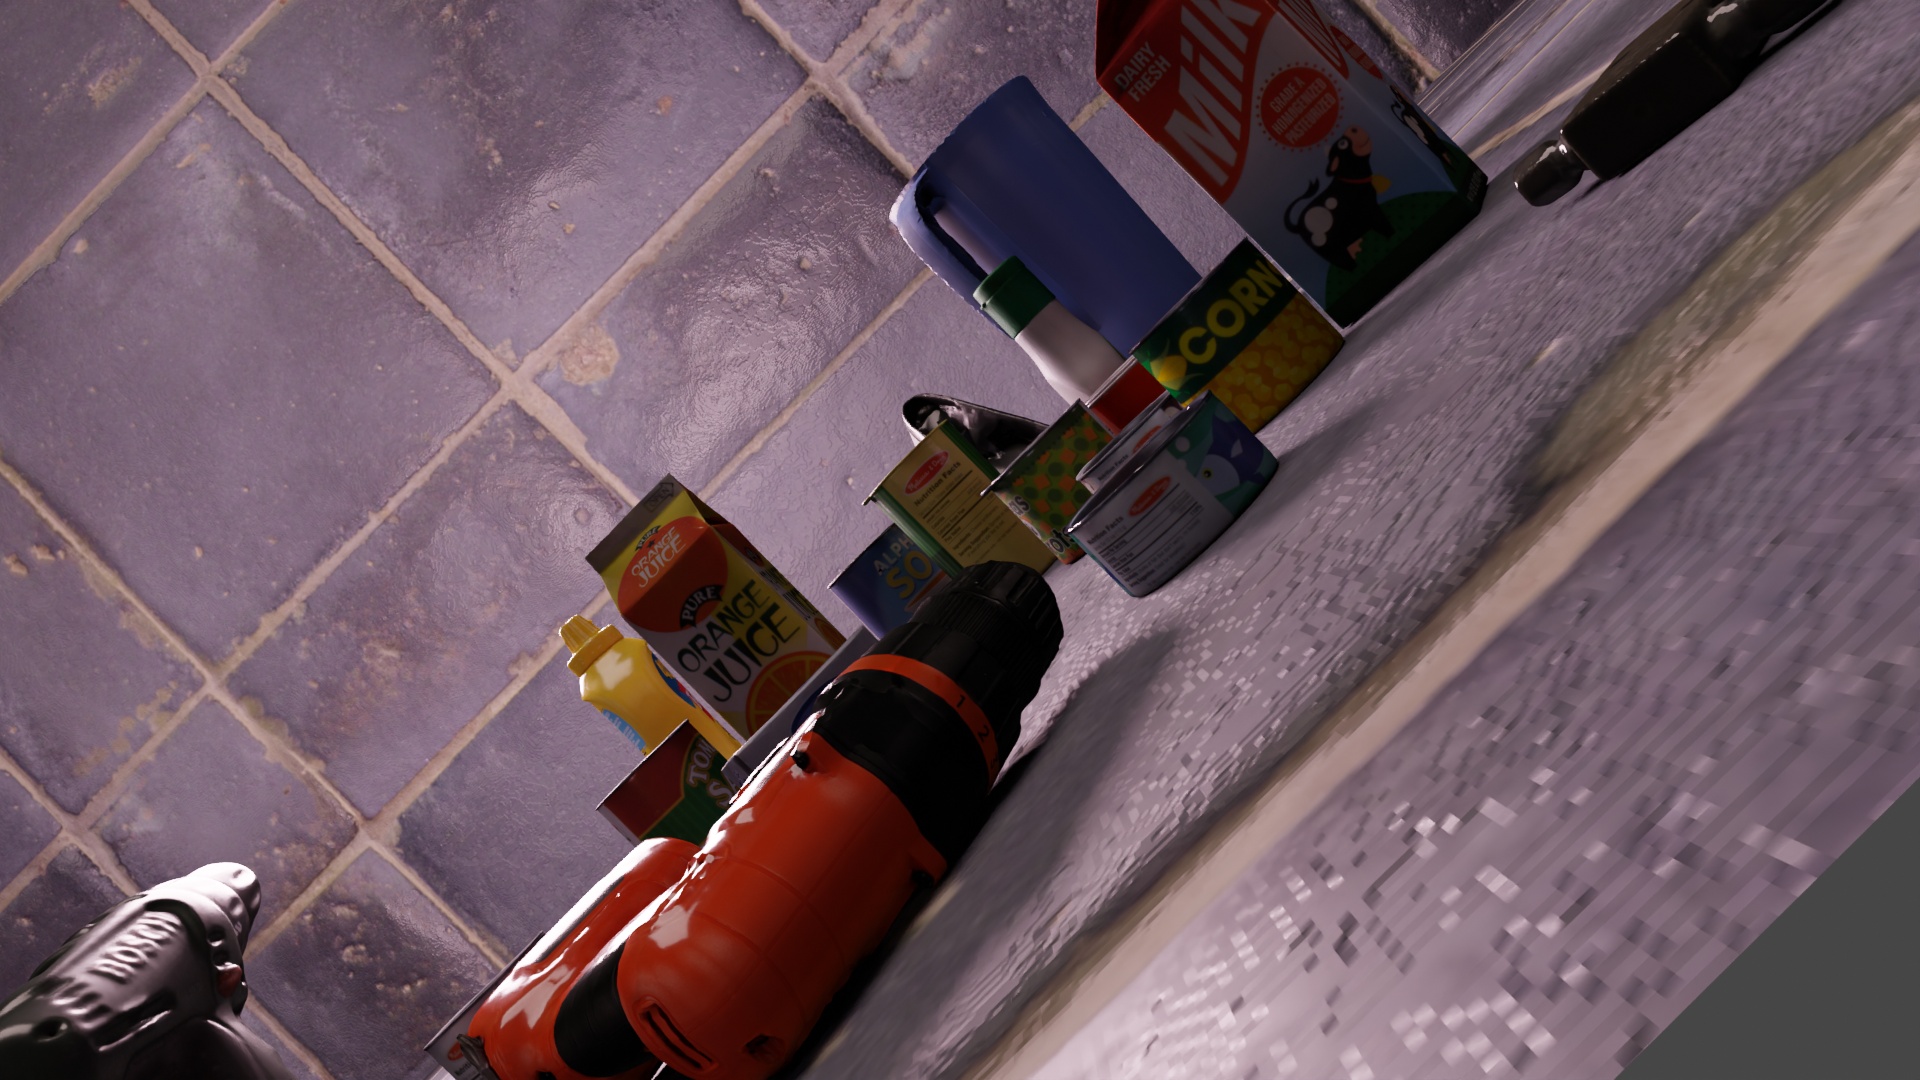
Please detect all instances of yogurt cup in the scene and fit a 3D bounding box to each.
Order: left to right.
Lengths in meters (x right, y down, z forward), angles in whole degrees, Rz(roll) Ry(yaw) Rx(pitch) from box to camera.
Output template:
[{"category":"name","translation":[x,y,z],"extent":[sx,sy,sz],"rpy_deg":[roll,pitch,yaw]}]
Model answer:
[{"category":"yogurt cup","translation":[0.107,-0.077,0.754],"extent":[0.072,0.054,0.072],"rpy_deg":[-45,1,1]}]

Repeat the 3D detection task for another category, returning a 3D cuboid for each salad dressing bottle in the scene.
[{"category":"salad dressing bottle","translation":[0.071,-0.110,0.850],"extent":[0.044,0.147,0.064],"rpy_deg":[-45,1,-3]}]

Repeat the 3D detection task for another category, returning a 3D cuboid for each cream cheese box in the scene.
[{"category":"cream cheese box","translation":[-0.064,0.095,0.689],"extent":[0.104,0.053,0.024],"rpy_deg":[-46,1,-37]}]

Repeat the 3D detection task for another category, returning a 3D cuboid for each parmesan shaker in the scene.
[{"category":"parmesan shaker","translation":[0.003,-0.010,0.820],"extent":[0.071,0.103,0.071],"rpy_deg":[-45,1,1]}]

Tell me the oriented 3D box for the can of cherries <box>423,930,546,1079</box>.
[{"category":"can of cherries","translation":[-0.184,0.212,0.601],"extent":[0.071,0.058,0.071],"rpy_deg":[-45,1,1]}]

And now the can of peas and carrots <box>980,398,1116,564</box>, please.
[{"category":"can of peas and carrots","translation":[0.056,-0.028,0.712],"extent":[0.071,0.059,0.071],"rpy_deg":[-45,1,1]}]

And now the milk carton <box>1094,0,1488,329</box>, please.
[{"category":"milk carton","translation":[0.127,-0.188,0.588],"extent":[0.073,0.190,0.073],"rpy_deg":[-44,1,34]}]

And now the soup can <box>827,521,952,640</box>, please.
[{"category":"soup can","translation":[-0.030,0.034,0.877],"extent":[0.071,0.084,0.071],"rpy_deg":[-45,1,1]}]

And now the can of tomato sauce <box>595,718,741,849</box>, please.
[{"category":"can of tomato sauce","translation":[-0.139,0.146,0.737],"extent":[0.071,0.083,0.071],"rpy_deg":[-45,1,1]}]

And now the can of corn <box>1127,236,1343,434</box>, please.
[{"category":"can of corn","translation":[0.112,-0.080,0.563],"extent":[0.071,0.058,0.071],"rpy_deg":[-45,1,1]}]

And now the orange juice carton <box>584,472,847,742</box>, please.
[{"category":"orange juice carton","translation":[-0.124,0.053,0.798],"extent":[0.072,0.192,0.073],"rpy_deg":[-45,1,1]}]

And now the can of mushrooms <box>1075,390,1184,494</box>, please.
[{"category":"can of mushrooms","translation":[0.088,-0.040,0.635],"extent":[0.071,0.033,0.071],"rpy_deg":[-45,1,1]}]

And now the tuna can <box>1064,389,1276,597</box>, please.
[{"category":"tuna can","translation":[0.069,-0.016,0.452],"extent":[0.071,0.033,0.071],"rpy_deg":[-45,1,1]}]
